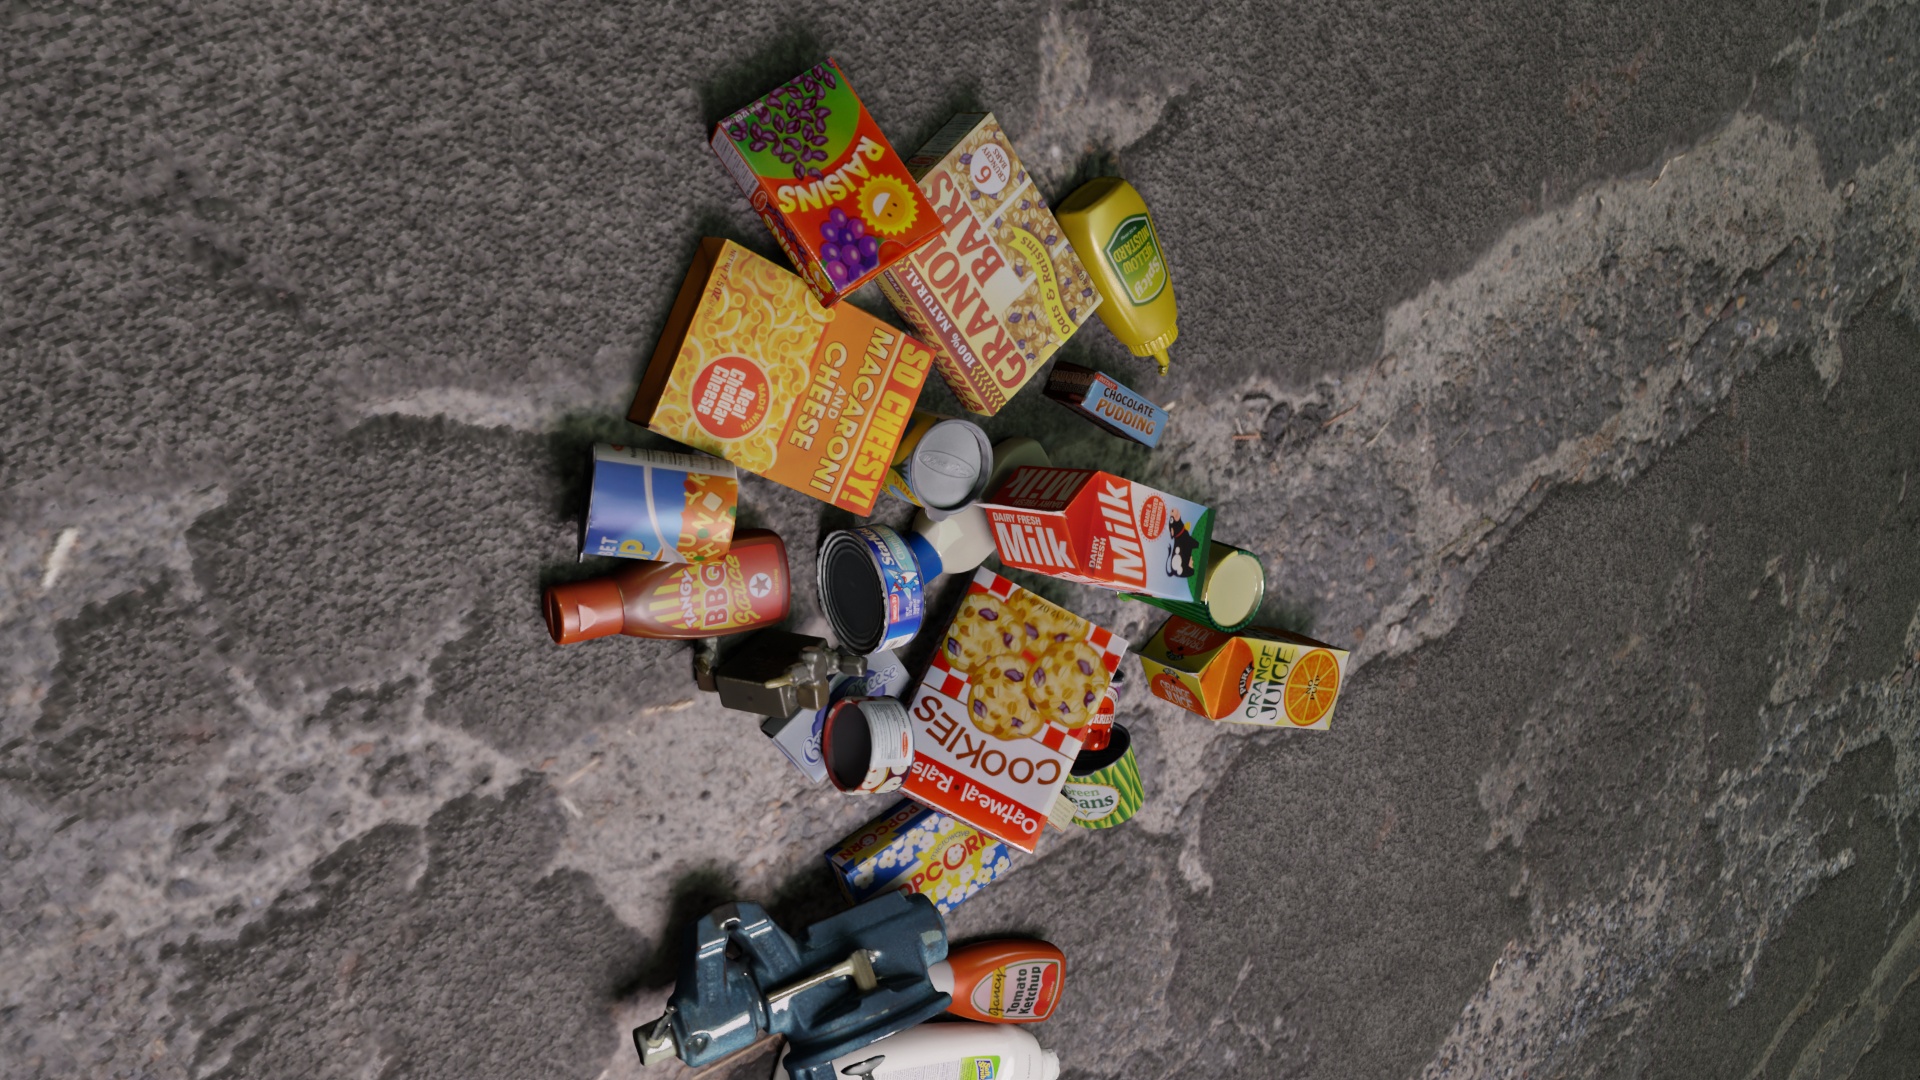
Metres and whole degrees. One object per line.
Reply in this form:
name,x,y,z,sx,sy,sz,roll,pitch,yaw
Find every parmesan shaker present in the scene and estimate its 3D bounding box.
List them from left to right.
parmesan shaker,0.176,0.030,1.079,0.071,0.103,0.071,-11,109,-33

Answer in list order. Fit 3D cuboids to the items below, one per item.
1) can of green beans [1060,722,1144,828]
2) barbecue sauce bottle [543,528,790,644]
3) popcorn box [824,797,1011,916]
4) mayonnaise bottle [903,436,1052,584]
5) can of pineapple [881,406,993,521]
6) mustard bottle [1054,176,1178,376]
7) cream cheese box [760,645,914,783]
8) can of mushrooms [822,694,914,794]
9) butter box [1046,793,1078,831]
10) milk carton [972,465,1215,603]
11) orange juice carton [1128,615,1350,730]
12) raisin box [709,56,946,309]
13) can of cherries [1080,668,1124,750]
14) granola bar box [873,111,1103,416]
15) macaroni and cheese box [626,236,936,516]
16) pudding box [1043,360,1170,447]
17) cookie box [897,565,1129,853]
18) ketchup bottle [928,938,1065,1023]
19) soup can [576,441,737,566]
can of green beans,0.107,0.184,1.096,0.071,0.071,0.057,-29,119,-26
barbecue sauce bottle,-0.181,0.033,0.864,0.149,0.043,0.064,-10,105,-33
popcorn box,-0.029,0.237,1.031,0.127,0.038,0.085,-30,119,-25
mayonnaise bottle,0.004,-0.012,0.985,0.148,0.041,0.064,-36,118,-21
can of pineapple,-0.022,-0.054,0.943,0.071,0.058,0.070,-10,108,-33
mustard bottle,0.125,-0.186,1.017,0.065,0.049,0.159,-43,123,-19
cream cheese box,-0.084,0.114,0.966,0.104,0.024,0.053,-46,123,-17
can of mushrooms,-0.063,0.138,0.931,0.033,0.071,0.071,4,100,-37
butter box,0.041,0.182,1.056,0.103,0.053,0.024,43,77,-36
milk carton,0.095,-0.006,0.975,0.190,0.072,0.073,14,84,-46
orange juice carton,0.230,0.109,1.159,0.193,0.072,0.073,10,97,-37
raisin box,-0.080,-0.215,0.840,0.086,0.040,0.123,-37,97,-21
can of cherries,0.089,0.124,1.062,0.071,0.071,0.058,7,99,-36
granola bar box,0.012,-0.186,0.943,0.124,0.039,0.165,-48,124,-15
macaroni and cheese box,-0.109,-0.100,0.880,0.166,0.040,0.123,23,89,-37
pudding box,0.109,-0.101,1.029,0.083,0.050,0.030,25,89,-37
cookie box,0.028,0.121,0.992,0.123,0.040,0.168,28,77,-5
ketchup bottle,0.013,0.345,1.087,0.149,0.043,0.064,13,93,-36
soup can,-0.180,-0.018,0.822,0.084,0.071,0.071,7,99,-20
